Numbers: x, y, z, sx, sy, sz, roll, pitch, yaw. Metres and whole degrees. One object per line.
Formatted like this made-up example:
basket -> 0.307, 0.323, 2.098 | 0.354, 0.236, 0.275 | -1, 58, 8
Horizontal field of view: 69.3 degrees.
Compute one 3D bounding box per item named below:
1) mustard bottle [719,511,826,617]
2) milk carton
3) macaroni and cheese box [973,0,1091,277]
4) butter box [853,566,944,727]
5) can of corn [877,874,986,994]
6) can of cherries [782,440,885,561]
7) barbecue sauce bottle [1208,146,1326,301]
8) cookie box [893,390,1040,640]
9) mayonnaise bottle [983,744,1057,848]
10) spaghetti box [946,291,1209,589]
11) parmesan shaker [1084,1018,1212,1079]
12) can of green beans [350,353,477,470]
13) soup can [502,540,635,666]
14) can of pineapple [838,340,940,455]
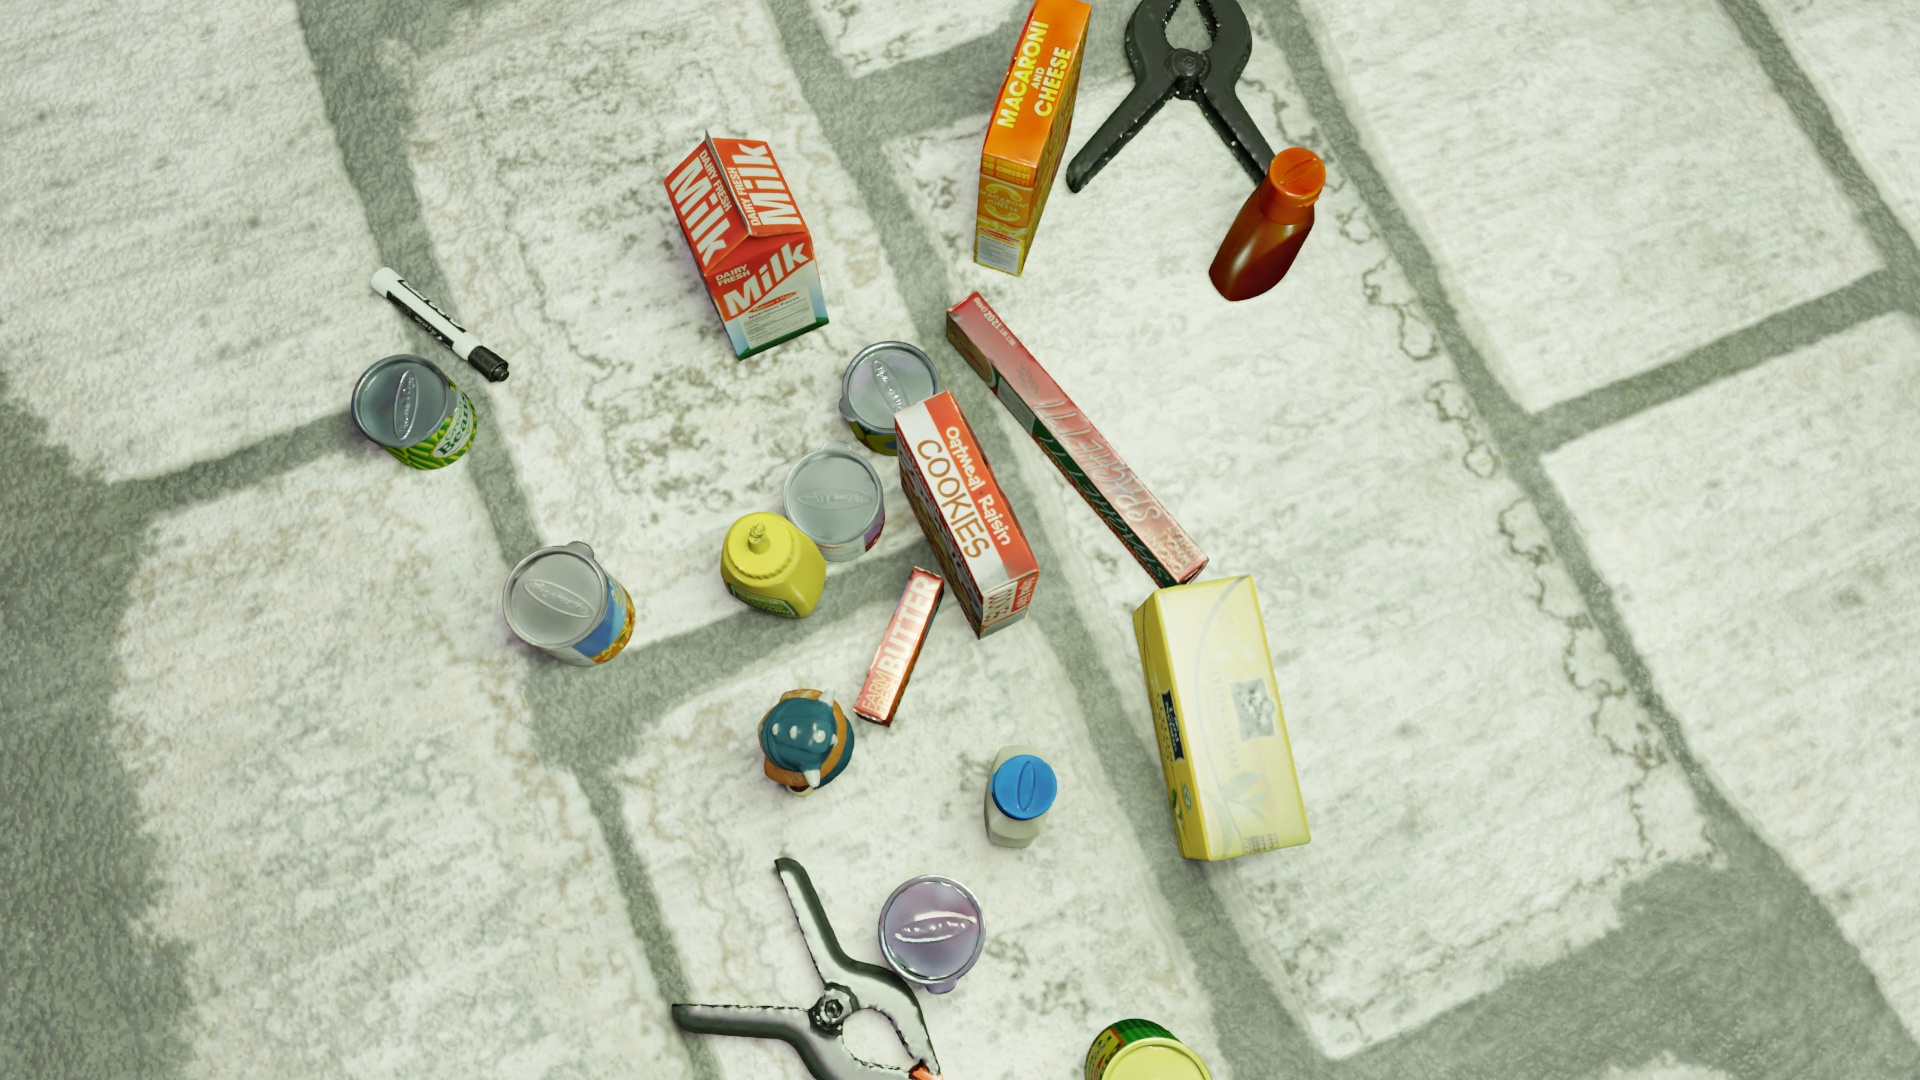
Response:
mustard bottle -> -0.122, 0.013, 0.877 | 0.065, 0.160, 0.049 | 16, 77, 3
milk carton -> -0.139, -0.194, 0.912 | 0.073, 0.190, 0.072 | -24, 78, -6
macaroni and cheese box -> 0.046, -0.271, 0.945 | 0.040, 0.166, 0.124 | 18, 77, 3
butter box -> -0.039, 0.072, 0.919 | 0.024, 0.053, 0.104 | 22, 77, 4
can of corn -> -0.017, 0.247, 0.875 | 0.071, 0.058, 0.071 | 0, 77, -1
can of cherries -> -0.083, -0.026, 0.939 | 0.071, 0.058, 0.071 | 0, 77, -1
barbecue sauce bottle -> 0.212, -0.214, 0.943 | 0.065, 0.148, 0.044 | -31, 79, -7
cookie box -> 0.003, -0.011, 0.881 | 0.040, 0.167, 0.123 | -25, 78, -6
mayonnaise bottle -> 0.036, 0.155, 0.851 | 0.041, 0.147, 0.065 | 8, 77, 1
spaghetti box -> 0.078, -0.065, 0.956 | 0.029, 0.050, 0.250 | -38, 80, -9
parmesan shaker -> 0.111, 0.329, 0.833 | 0.071, 0.103, 0.071 | 0, 77, -1
can of green beans -> -0.372, -0.087, 0.951 | 0.071, 0.057, 0.071 | 0, 77, -1
soup can -> -0.252, 0.042, 0.908 | 0.071, 0.083, 0.071 | 0, 77, -1
can of pineapple -> -0.049, -0.097, 0.957 | 0.071, 0.057, 0.071 | 0, 77, -1
